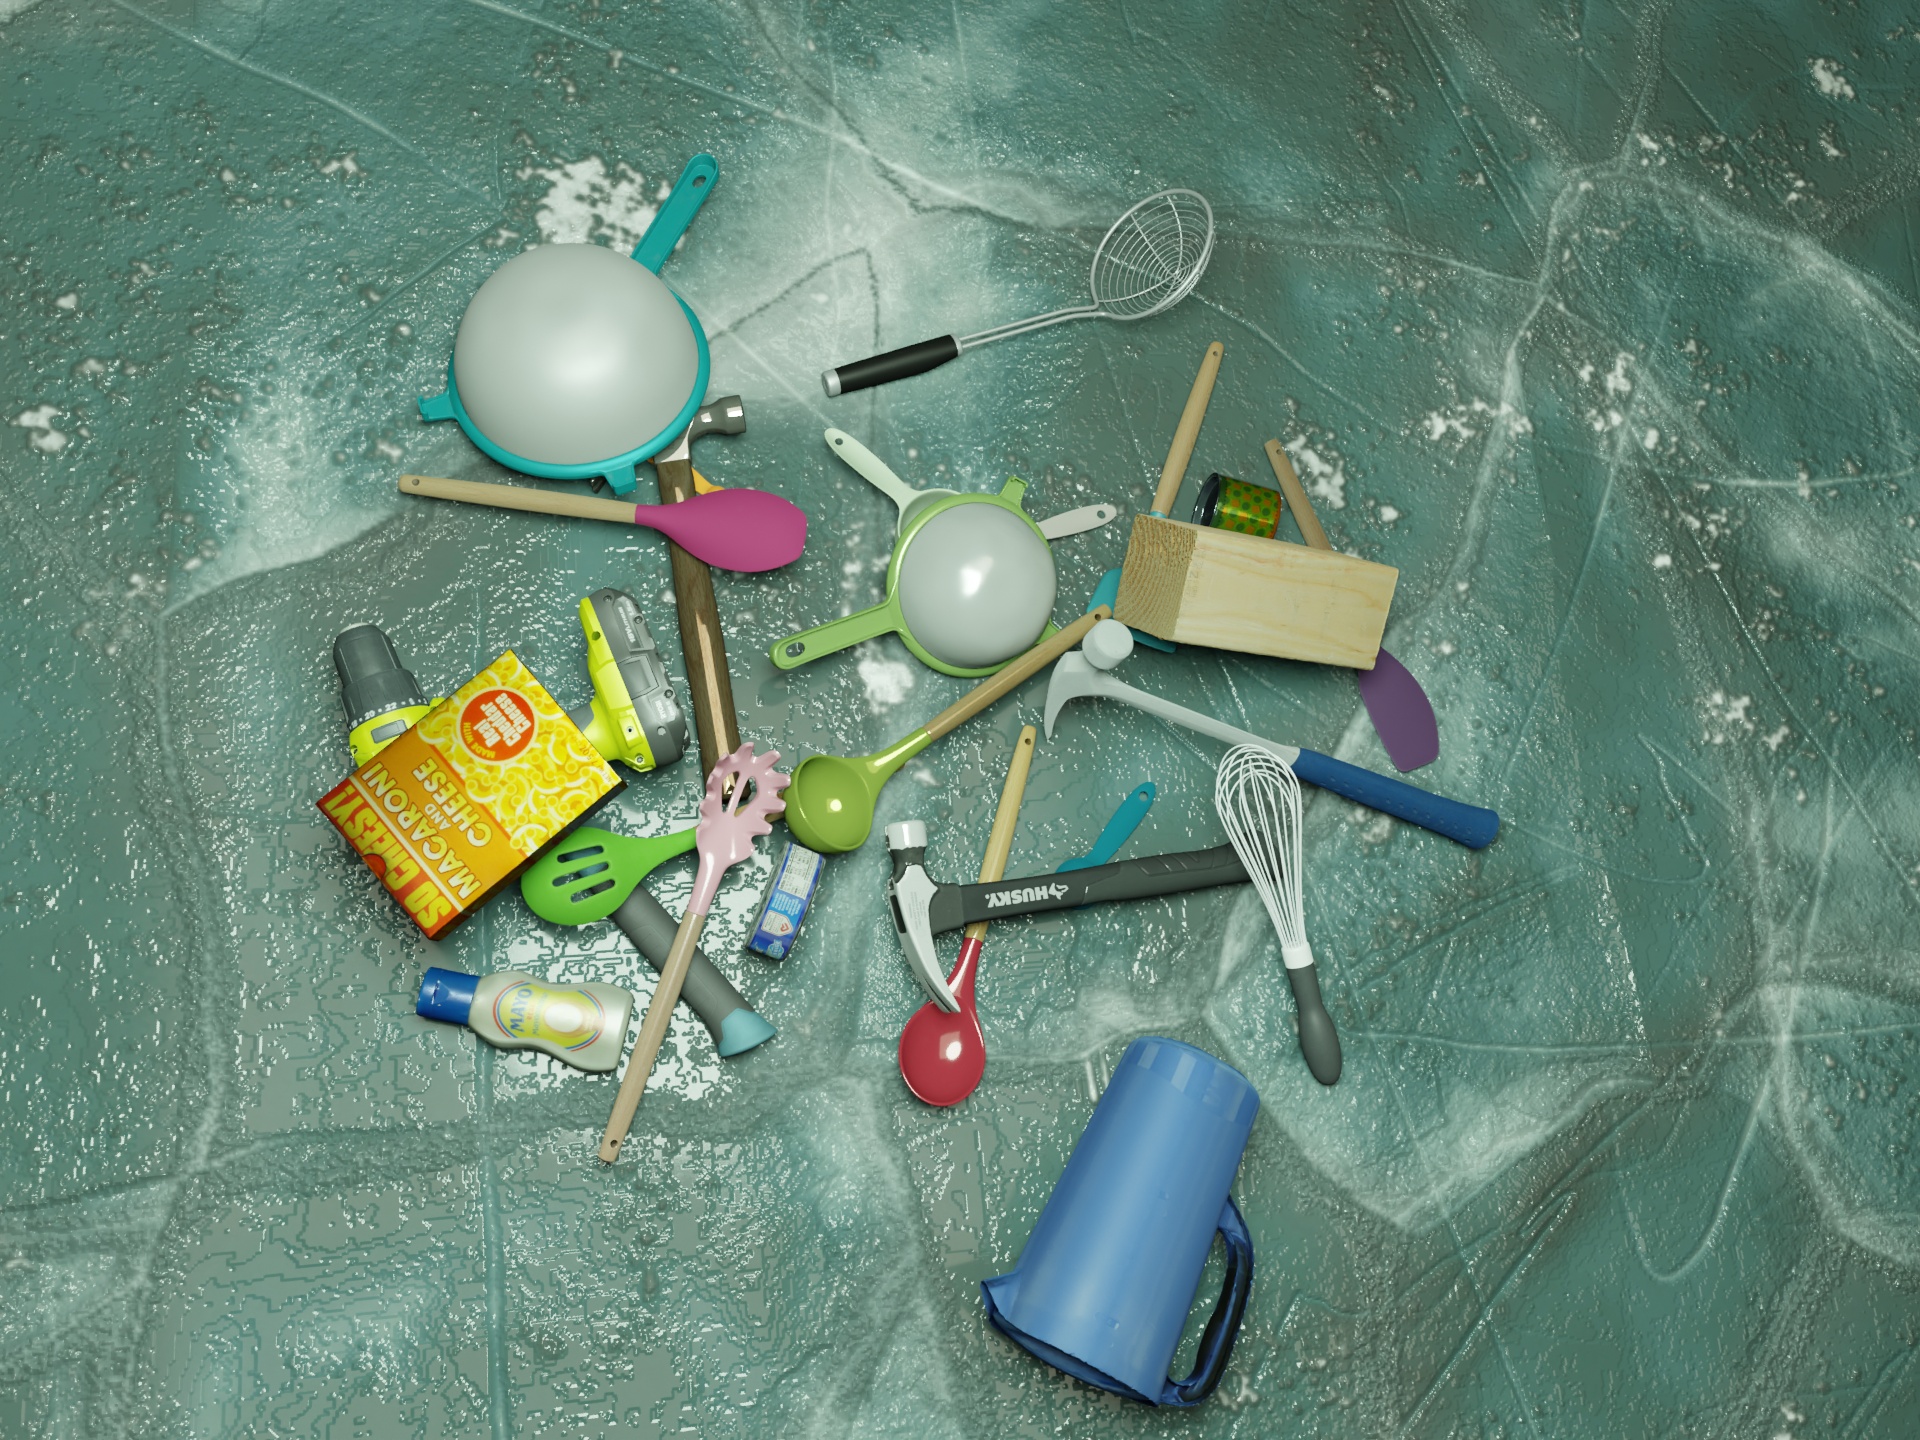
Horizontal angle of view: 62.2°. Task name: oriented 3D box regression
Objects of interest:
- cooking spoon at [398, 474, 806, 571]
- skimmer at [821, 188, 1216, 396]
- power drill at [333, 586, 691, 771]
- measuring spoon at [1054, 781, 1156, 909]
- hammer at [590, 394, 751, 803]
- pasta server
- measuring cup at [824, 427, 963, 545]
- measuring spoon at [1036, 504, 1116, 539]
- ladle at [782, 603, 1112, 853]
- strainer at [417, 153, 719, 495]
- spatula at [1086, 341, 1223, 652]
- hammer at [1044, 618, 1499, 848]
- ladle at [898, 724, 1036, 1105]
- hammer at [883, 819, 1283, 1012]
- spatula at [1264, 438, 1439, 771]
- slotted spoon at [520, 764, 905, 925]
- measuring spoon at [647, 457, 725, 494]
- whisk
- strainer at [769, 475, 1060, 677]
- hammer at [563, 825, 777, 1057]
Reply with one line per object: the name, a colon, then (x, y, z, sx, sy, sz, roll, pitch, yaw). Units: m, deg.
cooking spoon: (-0.280, -0.165, 1.248, 0.319, 0.017, 0.069, 7, 78, -2)
skimmer: (0.049, -0.366, 1.370, 0.363, 0.090, 0.127, -20, 47, -14)
power drill: (-0.331, -0.010, 1.163, 0.228, 0.080, 0.190, -22, 82, -12)
measuring spoon: (0.122, 0.098, 1.289, 0.042, 0.021, 0.129, 38, 72, 1)
hammer: (-0.213, -0.096, 1.265, 0.130, 0.031, 0.331, -10, 79, -6)
pasta server: (-0.201, 0.167, 1.157, 0.060, 0.040, 0.316, 22, 81, -18)
measuring cup: (-0.051, -0.181, 1.326, 0.167, 0.038, 0.083, 42, 71, 4)
measuring spoon: (0.079, -0.162, 1.362, 0.124, 0.018, 0.034, -19, 79, -23)
ladle: (-0.002, -0.004, 1.237, 0.320, 0.062, 0.078, -35, 96, -17)
strainer: (-0.282, -0.355, 1.276, 0.211, 0.095, 0.340, 22, 68, 9)
spatula: (0.185, -0.202, 1.377, 0.082, 0.044, 0.318, 23, 70, -8)
hammer: (0.257, 0.028, 1.300, 0.405, 0.144, 0.035, 20, 58, -15)
ladle: (0.016, 0.148, 1.252, 0.069, 0.031, 0.316, 20, 70, -11)
hammer: (0.107, 0.134, 1.248, 0.334, 0.035, 0.146, -6, 82, -22)
spatula: (0.339, -0.106, 1.395, 0.060, 0.018, 0.316, -21, 81, -17)
slotted spoon: (-0.178, 0.078, 1.206, 0.313, 0.031, 0.070, -20, 86, -27)
measuring spoon: (-0.239, -0.214, 1.308, 0.117, 0.011, 0.021, 37, 71, 0)
whisk: (0.258, 0.155, 1.261, 0.070, 0.070, 0.284, -17, 96, -16)
strainer: (-0.025, -0.088, 1.254, 0.256, 0.069, 0.151, -21, 106, -20)
hammer: (-0.263, 0.125, 1.197, 0.128, 0.033, 0.331, -41, 86, -18)
